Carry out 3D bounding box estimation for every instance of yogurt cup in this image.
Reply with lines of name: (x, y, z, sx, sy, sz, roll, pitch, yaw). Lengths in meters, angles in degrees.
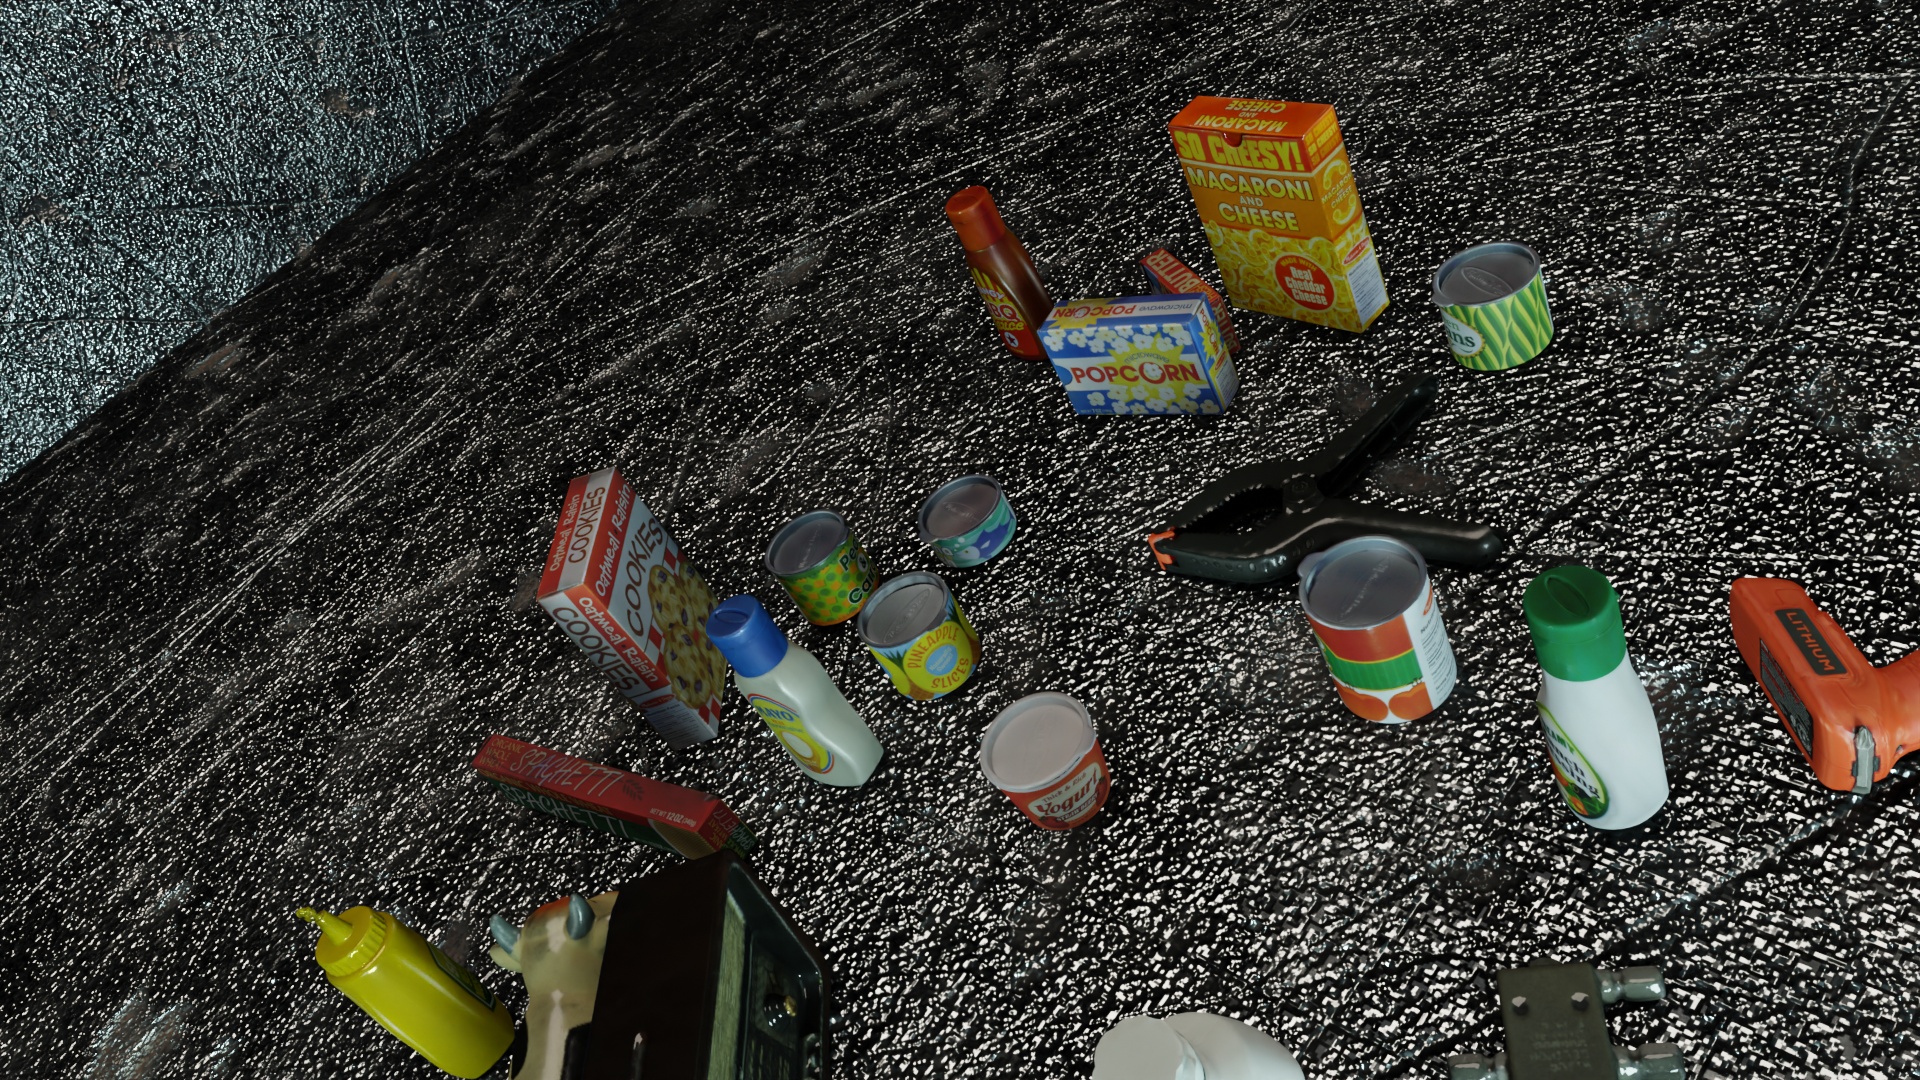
yogurt cup: (0.052, 0.129, 0.798, 0.072, 0.053, 0.073, -18, 39, 16)

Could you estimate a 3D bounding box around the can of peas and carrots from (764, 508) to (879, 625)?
can of peas and carrots: (-0.099, 0.019, 1.019, 0.071, 0.058, 0.071, -19, 39, 16)

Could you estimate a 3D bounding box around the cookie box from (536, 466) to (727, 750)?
cookie box: (-0.225, 0.048, 0.982, 0.040, 0.166, 0.123, -20, 39, 14)

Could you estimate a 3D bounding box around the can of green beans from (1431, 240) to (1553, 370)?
can of green beans: (0.351, -0.154, 0.914, 0.071, 0.057, 0.071, -19, 39, 16)

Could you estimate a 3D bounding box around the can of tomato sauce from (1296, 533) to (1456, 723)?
can of tomato sauce: (0.224, 0.048, 0.749, 0.071, 0.082, 0.071, -19, 39, 16)

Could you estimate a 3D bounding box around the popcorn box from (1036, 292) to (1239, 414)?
popcorn box: (0.131, -0.135, 1.017, 0.126, 0.085, 0.038, 3, 49, 37)

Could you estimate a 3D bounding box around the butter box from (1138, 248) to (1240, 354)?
butter box: (0.175, -0.181, 1.066, 0.024, 0.053, 0.104, -31, 37, 0)

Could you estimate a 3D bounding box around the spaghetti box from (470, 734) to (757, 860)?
spaghetti box: (-0.242, 0.176, 0.946, 0.250, 0.050, 0.029, 5, 50, 38)

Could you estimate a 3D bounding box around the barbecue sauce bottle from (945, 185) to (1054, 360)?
barbecue sauce bottle: (0.035, -0.215, 1.120, 0.044, 0.148, 0.065, -44, 39, -16)

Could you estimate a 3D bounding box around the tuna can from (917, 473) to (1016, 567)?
tuna can: (0.004, -0.013, 1.008, 0.071, 0.032, 0.071, -18, 39, 16)

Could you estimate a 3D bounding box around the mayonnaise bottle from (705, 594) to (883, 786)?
mayonnaise bottle: (-0.106, 0.095, 0.865, 0.065, 0.147, 0.041, 5, 50, 38)

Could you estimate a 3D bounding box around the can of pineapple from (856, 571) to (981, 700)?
can of pineapple: (-0.026, 0.064, 0.920, 0.071, 0.057, 0.071, -19, 39, 16)

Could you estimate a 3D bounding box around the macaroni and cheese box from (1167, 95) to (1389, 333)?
macaroni and cheese box: (0.228, -0.233, 0.996, 0.040, 0.165, 0.124, -45, 39, -18)

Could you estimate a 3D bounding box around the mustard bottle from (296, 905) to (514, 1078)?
mustard bottle: (-0.331, 0.259, 0.821, 0.049, 0.159, 0.065, -45, 39, -17)

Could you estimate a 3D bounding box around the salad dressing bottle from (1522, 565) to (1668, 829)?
salad dressing bottle: (0.285, 0.072, 0.628, 0.044, 0.147, 0.064, -28, 37, 5)
